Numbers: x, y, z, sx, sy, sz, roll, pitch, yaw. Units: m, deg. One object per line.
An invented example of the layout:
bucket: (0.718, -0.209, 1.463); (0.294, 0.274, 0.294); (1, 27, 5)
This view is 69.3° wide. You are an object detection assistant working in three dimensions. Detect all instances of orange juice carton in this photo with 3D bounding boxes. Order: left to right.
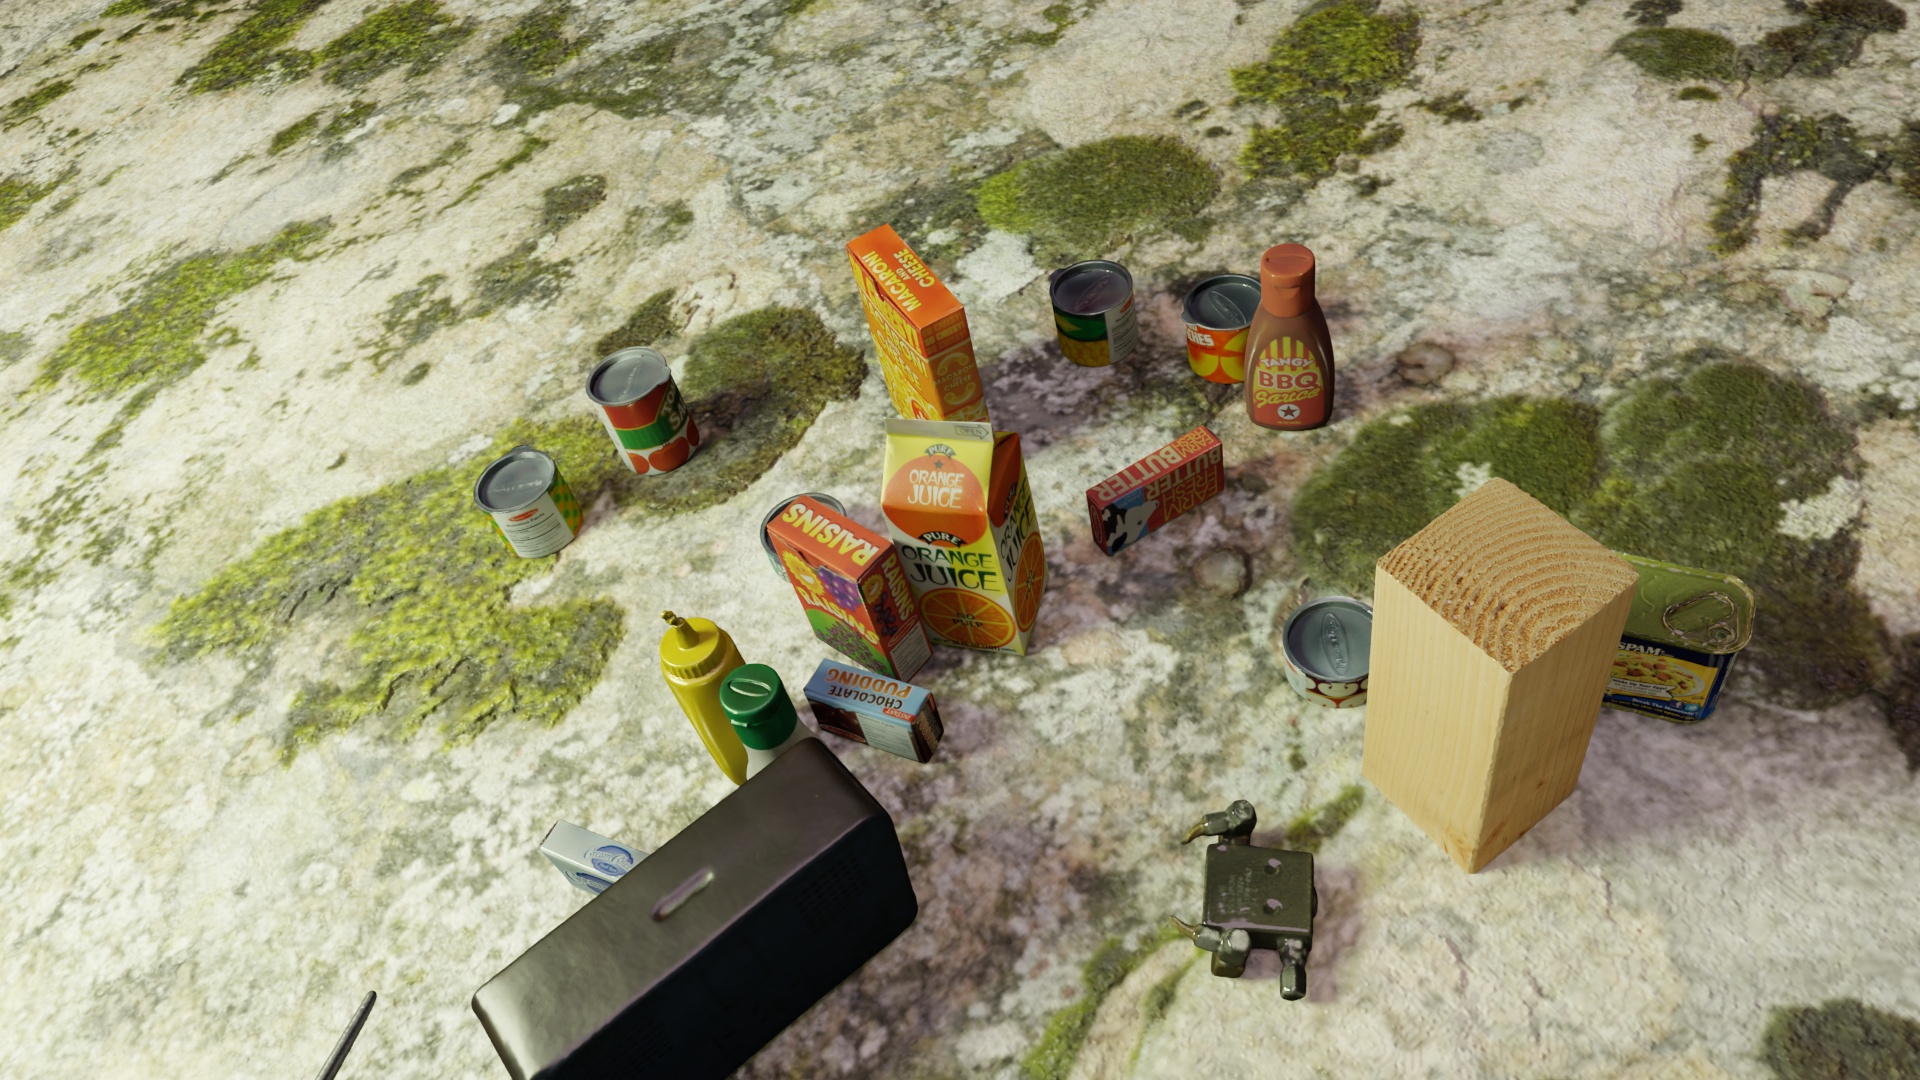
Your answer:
orange juice carton: (0.003, -0.011, 0.904); (0.072, 0.191, 0.073); (6, 52, 19)

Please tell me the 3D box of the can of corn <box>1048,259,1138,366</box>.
can of corn: (0.106, -0.183, 1.116); (0.071, 0.058, 0.071); (-7, 49, 8)

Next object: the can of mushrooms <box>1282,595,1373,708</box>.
can of mushrooms: (0.241, 0.071, 0.882); (0.071, 0.033, 0.071); (-7, 49, 8)

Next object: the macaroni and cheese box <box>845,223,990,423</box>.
macaroni and cheese box: (-0.027, -0.134, 1.033); (0.040, 0.165, 0.124); (-28, 50, -11)

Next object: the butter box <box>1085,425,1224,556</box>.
butter box: (0.139, -0.036, 0.985); (0.104, 0.053, 0.024); (-29, 50, -12)

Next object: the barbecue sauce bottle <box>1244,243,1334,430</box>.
barbecue sauce bottle: (0.234, -0.143, 0.990); (0.065, 0.147, 0.044); (2, 51, 16)

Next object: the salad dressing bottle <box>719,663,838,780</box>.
salad dressing bottle: (-0.105, 0.130, 0.839); (0.064, 0.147, 0.044); (10, 53, 21)

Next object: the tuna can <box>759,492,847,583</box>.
tuna can: (-0.113, 0.001, 1.028); (0.071, 0.032, 0.071); (-7, 49, 8)

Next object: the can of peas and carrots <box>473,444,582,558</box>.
can of peas and carrots: (-0.339, -0.030, 1.092); (0.071, 0.058, 0.071); (-7, 49, 8)

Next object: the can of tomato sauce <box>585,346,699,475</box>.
can of tomato sauce: (-0.253, -0.104, 1.118); (0.071, 0.082, 0.071); (-7, 49, 8)

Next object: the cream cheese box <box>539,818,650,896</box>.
cream cheese box: (-0.205, 0.209, 0.859); (0.104, 0.053, 0.024); (14, 55, 24)

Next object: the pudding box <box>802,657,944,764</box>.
pudding box: (-0.057, 0.111, 0.908); (0.084, 0.049, 0.030); (14, 55, 24)

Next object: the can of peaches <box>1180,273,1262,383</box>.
can of peaches: (0.205, -0.163, 1.074); (0.071, 0.057, 0.071); (-7, 49, 8)

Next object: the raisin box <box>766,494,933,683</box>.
raisin box: (-0.073, 0.035, 0.929); (0.086, 0.122, 0.040); (29, 62, 32)

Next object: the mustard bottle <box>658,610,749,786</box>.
mustard bottle: (-0.154, 0.093, 0.874); (0.049, 0.159, 0.065); (-30, 50, -12)
